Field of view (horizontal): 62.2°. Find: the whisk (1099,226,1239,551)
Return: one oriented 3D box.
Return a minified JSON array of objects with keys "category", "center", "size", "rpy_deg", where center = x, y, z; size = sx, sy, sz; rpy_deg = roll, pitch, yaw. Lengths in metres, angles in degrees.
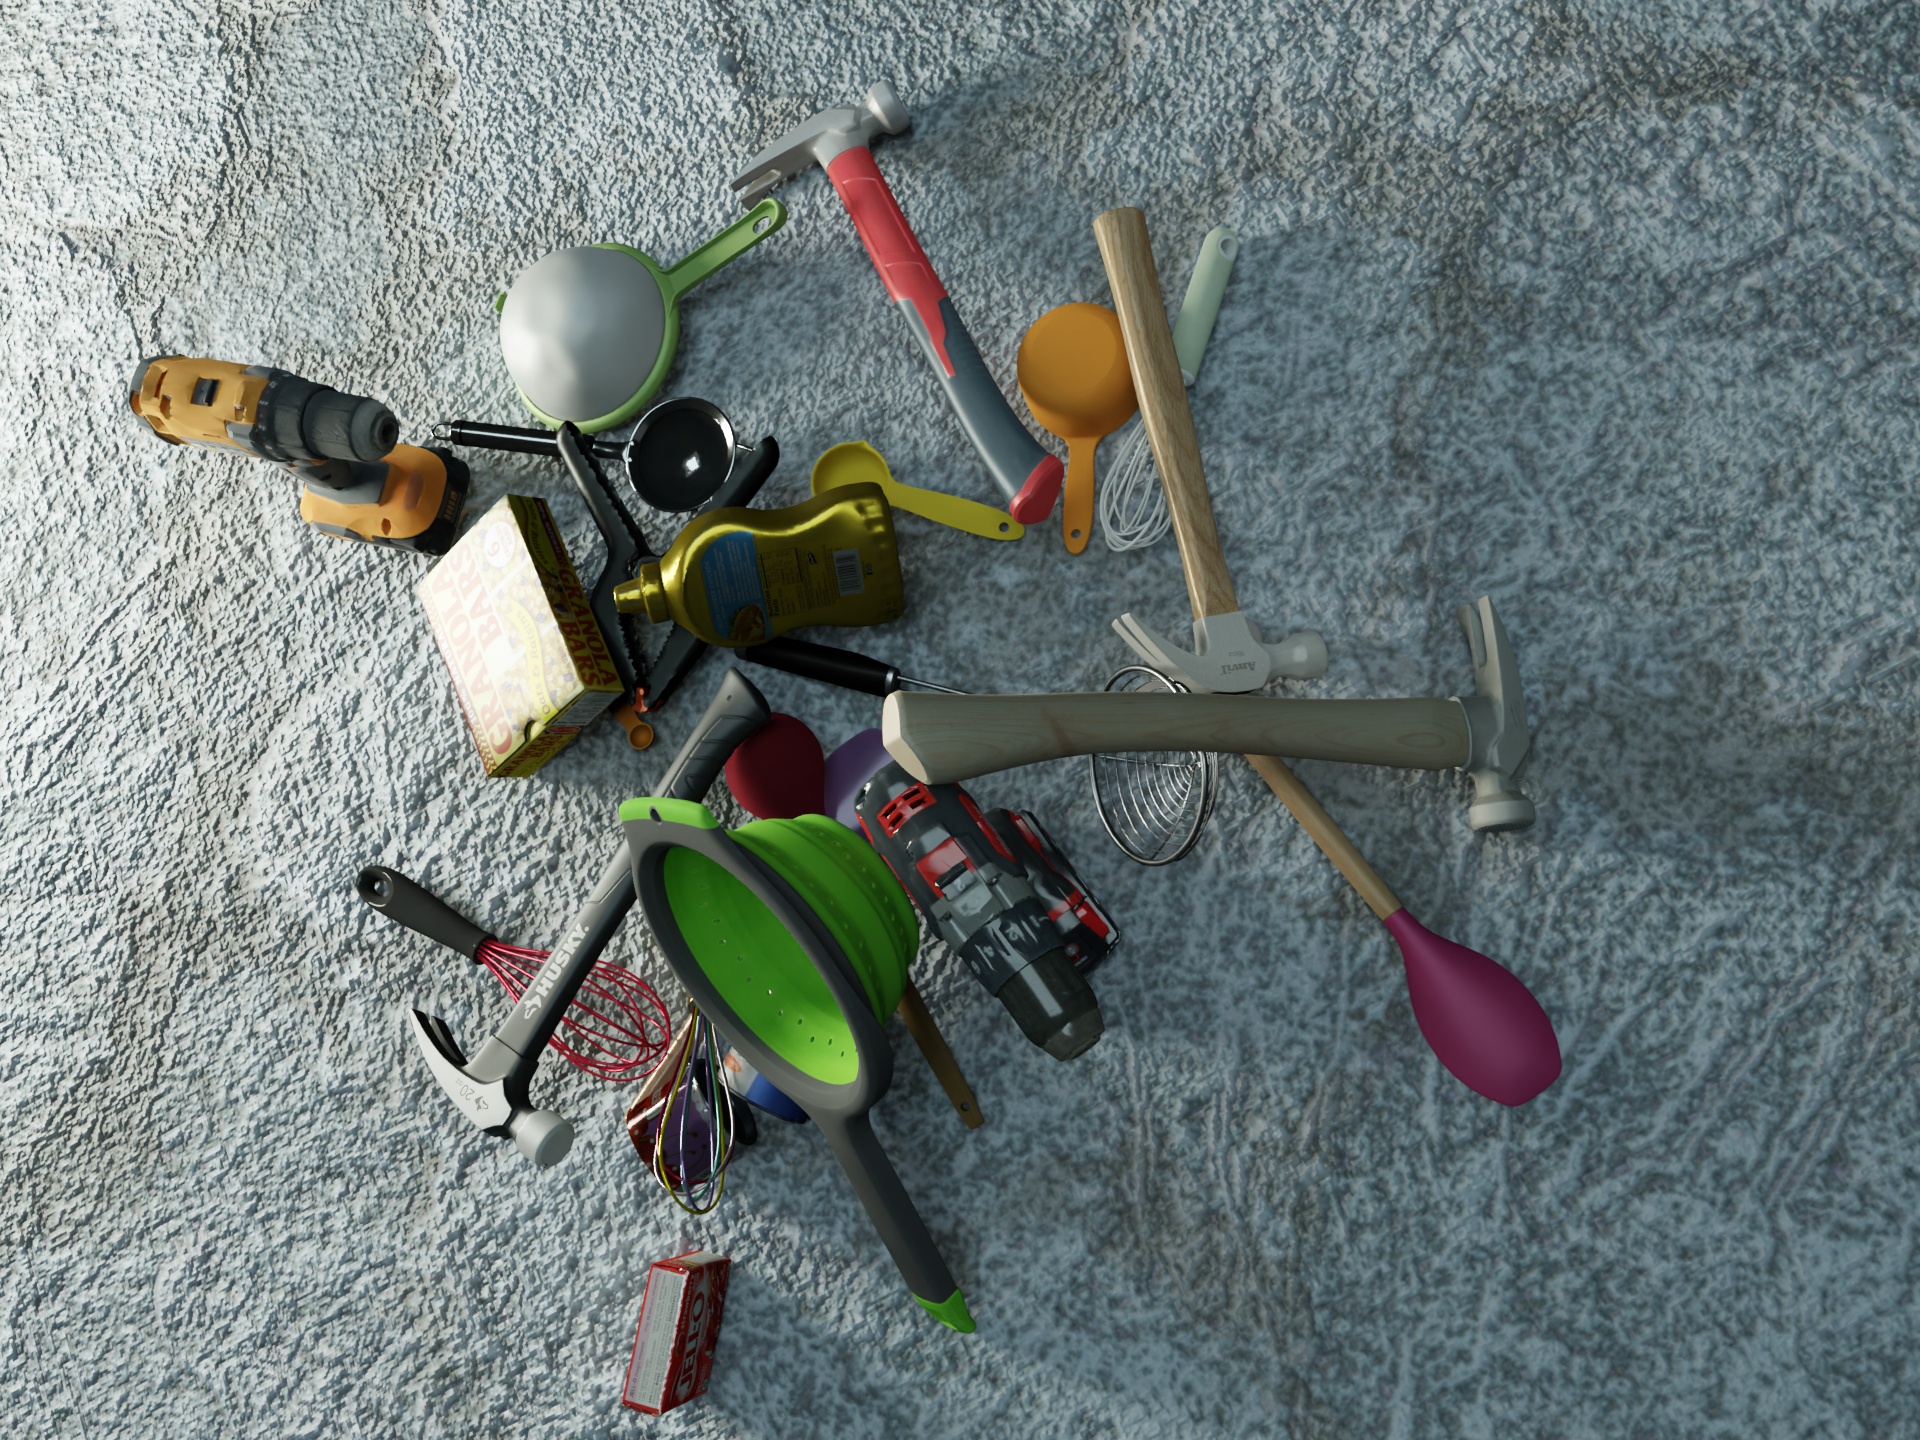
[{"category":"whisk","center":[0.145,-0.228,1.085],"size":[0.057,0.059,0.246],"rpy_deg":[25,77,-26]}]

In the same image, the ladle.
[{"category":"ladle","center":[-0.068,0.129,1.056],"size":[0.069,0.031,0.315],"rpy_deg":[-31,78,2]}]

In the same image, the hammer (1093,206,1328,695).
[{"category":"hammer","center":[0.137,-0.176,1.032],"size":[0.130,0.031,0.331],"rpy_deg":[-10,81,-17]}]

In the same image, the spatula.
[{"category":"spatula","center":[-0.136,0.141,1.085],"size":[0.060,0.018,0.316],"rpy_deg":[33,86,16]}]

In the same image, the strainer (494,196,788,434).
[{"category":"strainer","center":[-0.245,-0.318,1.168],"size":[0.256,0.069,0.152],"rpy_deg":[-28,73,18]}]

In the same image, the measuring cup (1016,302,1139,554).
[{"category":"measuring cup","center":[0.079,-0.203,1.089],"size":[0.095,0.052,0.174],"rpy_deg":[0,76,14]}]

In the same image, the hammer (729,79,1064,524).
[{"category":"hammer","center":[-0.039,-0.286,1.120],"size":[0.143,0.038,0.387],"rpy_deg":[-29,64,8]}]

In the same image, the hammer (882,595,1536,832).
[{"category":"hammer","center":[0.153,-0.007,0.921],"size":[0.410,0.038,0.146],"rpy_deg":[1,76,-21]}]

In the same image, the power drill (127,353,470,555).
[{"category":"power drill","center":[-0.436,-0.186,1.124],"size":[0.185,0.226,0.084],"rpy_deg":[11,81,16]}]

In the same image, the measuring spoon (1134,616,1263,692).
[{"category":"measuring spoon","center":[0.145,-0.029,1.052],"size":[0.124,0.018,0.034],"rpy_deg":[-34,72,6]}]

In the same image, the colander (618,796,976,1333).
[{"category":"colander","center":[-0.058,0.193,0.954],"size":[0.094,0.204,0.396],"rpy_deg":[-37,111,-32]}]

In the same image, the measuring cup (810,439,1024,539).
[{"category":"measuring cup","center":[-0.029,-0.152,1.126],"size":[0.156,0.029,0.062],"rpy_deg":[17,84,5]}]

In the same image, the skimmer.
[{"category":"skimmer","center":[-0.002,-0.003,1.046],"size":[0.363,0.090,0.127],"rpy_deg":[15,113,19]}]

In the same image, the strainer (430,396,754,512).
[{"category":"strainer","center":[-0.266,-0.200,1.167],"size":[0.258,0.050,0.087],"rpy_deg":[8,84,7]}]

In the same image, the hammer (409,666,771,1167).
[{"category":"hammer","center":[-0.229,0.110,1.045],"size":[0.146,0.035,0.335],"rpy_deg":[26,78,30]}]

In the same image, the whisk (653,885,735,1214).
[{"category":"whisk","center":[-0.166,0.199,1.013],"size":[0.047,0.051,0.245],"rpy_deg":[13,42,-19]}]

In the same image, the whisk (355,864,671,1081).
[{"category":"whisk","center":[-0.316,0.167,1.108],"size":[0.296,0.073,0.073],"rpy_deg":[23,84,24]}]

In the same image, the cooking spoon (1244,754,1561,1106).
[{"category":"cooking spoon","center":[0.253,0.101,0.995],"size":[0.069,0.017,0.319],"rpy_deg":[-38,72,3]}]

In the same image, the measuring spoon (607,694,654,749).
[{"category":"measuring spoon","center":[-0.255,-0.023,1.158],"size":[0.021,0.011,0.117],"rpy_deg":[-39,68,3]}]

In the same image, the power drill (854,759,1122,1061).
[{"category":"power drill","center":[0.032,0.118,0.937],"size":[0.080,0.226,0.188],"rpy_deg":[-38,71,4]}]
